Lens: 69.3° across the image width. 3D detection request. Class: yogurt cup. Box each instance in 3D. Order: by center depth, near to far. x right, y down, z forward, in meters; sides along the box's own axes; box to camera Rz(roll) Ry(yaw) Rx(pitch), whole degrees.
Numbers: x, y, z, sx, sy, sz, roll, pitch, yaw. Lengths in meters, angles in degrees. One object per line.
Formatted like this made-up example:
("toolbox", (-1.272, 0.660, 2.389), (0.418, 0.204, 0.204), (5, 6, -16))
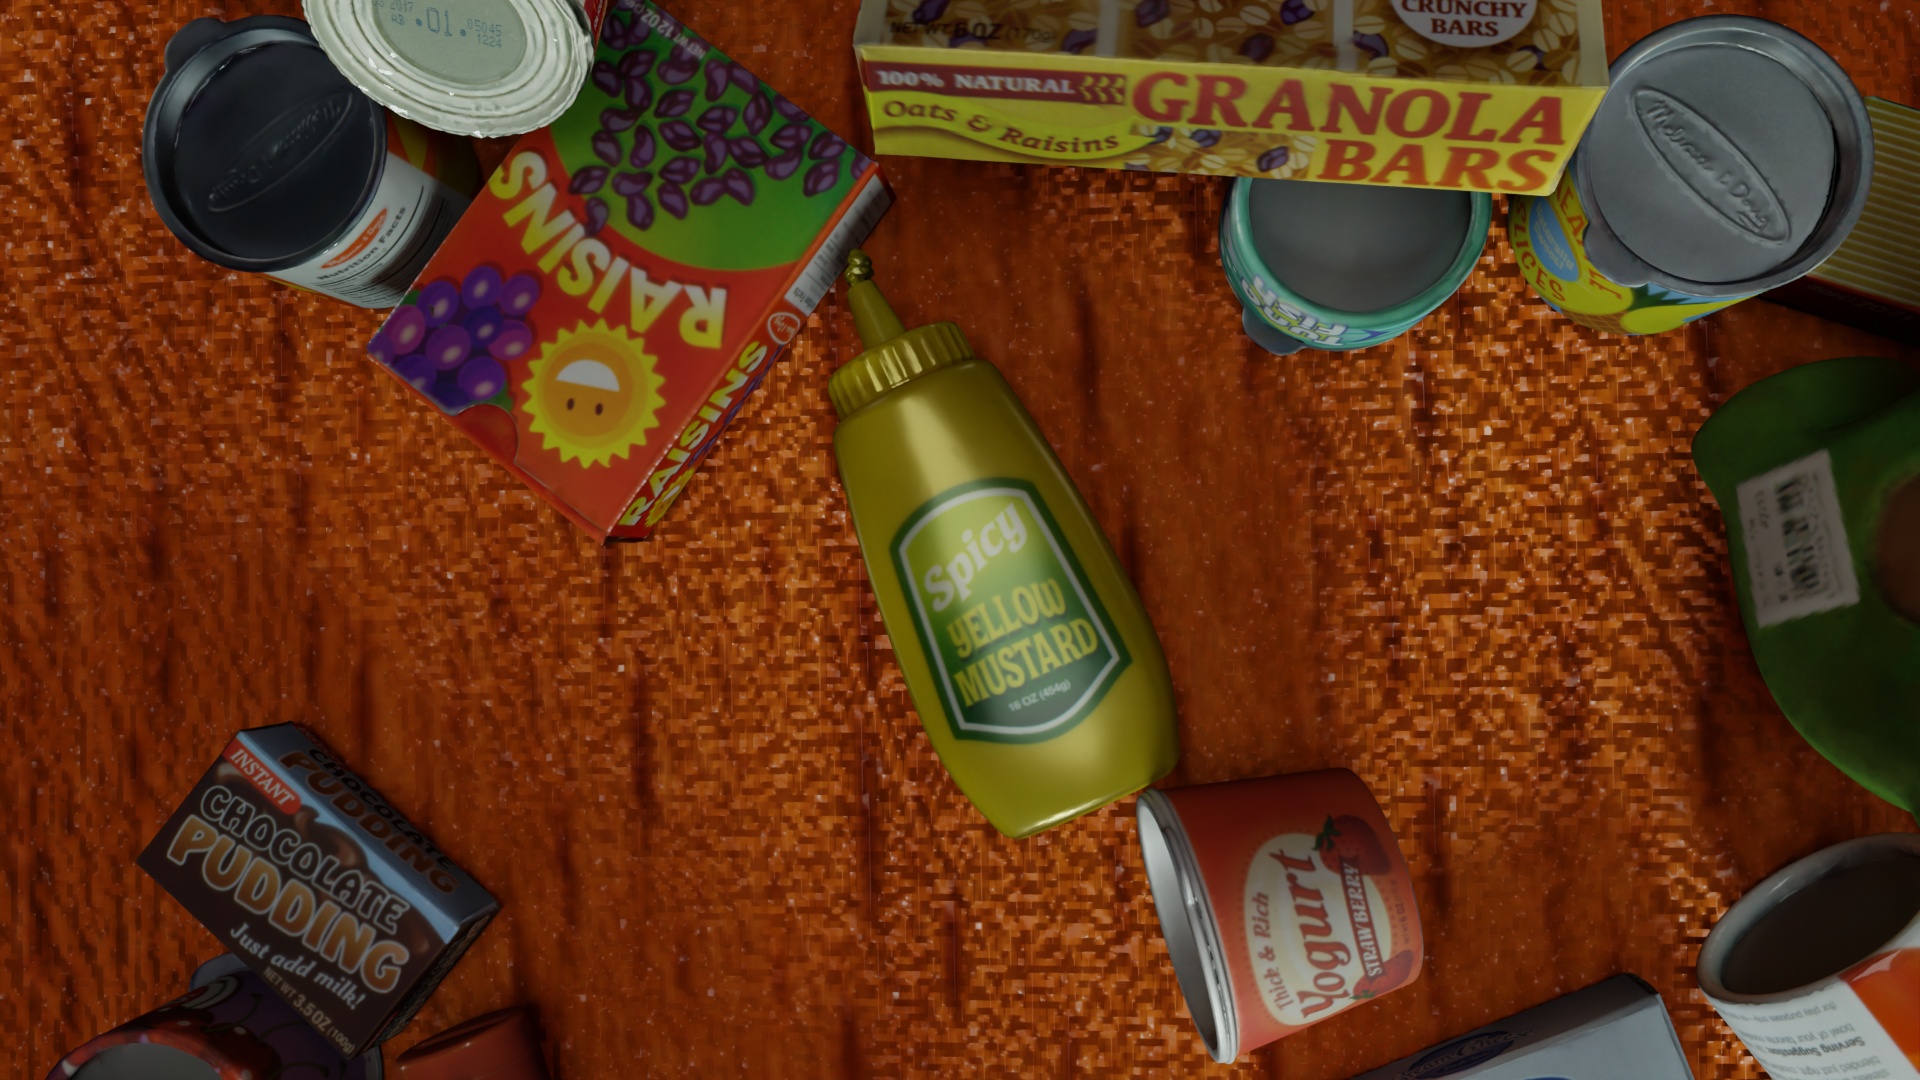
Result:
("yogurt cup", (0.079, 0.090, 0.348), (0.054, 0.072, 0.072), (-14, 87, -3))

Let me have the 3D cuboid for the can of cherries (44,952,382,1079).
("can of cherries", (-0.203, 0.152, 0.374), (0.071, 0.058, 0.071), (0, 89, 5))

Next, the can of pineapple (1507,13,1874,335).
("can of pineapple", (0.176, -0.087, 0.346), (0.071, 0.058, 0.071), (0, 88, 6))

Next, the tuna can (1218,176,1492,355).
("tuna can", (0.101, -0.083, 0.366), (0.071, 0.033, 0.071), (0, 88, 5))

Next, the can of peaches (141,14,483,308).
("can of peaches", (-0.175, -0.102, 0.380), (0.071, 0.058, 0.071), (0, 89, 6))

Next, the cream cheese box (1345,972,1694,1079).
("cream cheese box", (0.139, 0.157, 0.359), (0.104, 0.024, 0.053), (-23, 86, 4))

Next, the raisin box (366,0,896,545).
("raisin box", (-0.088, -0.073, 0.380), (0.086, 0.040, 0.123), (37, 93, 4))

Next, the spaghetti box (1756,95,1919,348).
("spaghetti box", (0.333, -0.048, 0.345), (0.250, 0.028, 0.050), (19, 91, 6))

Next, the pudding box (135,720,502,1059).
("pudding box", (-0.178, 0.096, 0.388), (0.084, 0.030, 0.049), (40, 91, 5))

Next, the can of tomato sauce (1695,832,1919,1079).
("can of tomato sauce", (0.232, 0.121, 0.332), (0.071, 0.071, 0.083), (-38, 85, 3))

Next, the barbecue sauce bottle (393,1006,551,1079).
("barbecue sauce bottle", (-0.111, 0.203, 0.371), (0.065, 0.043, 0.148), (-20, 86, 5))

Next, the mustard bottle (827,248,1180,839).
("mustard bottle", (0.001, -0.005, 0.365), (0.065, 0.049, 0.160), (-26, 86, 3))

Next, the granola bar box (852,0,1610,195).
("granola bar box", (0.066, -0.150, 0.347), (0.166, 0.039, 0.125), (5, 64, 6))
